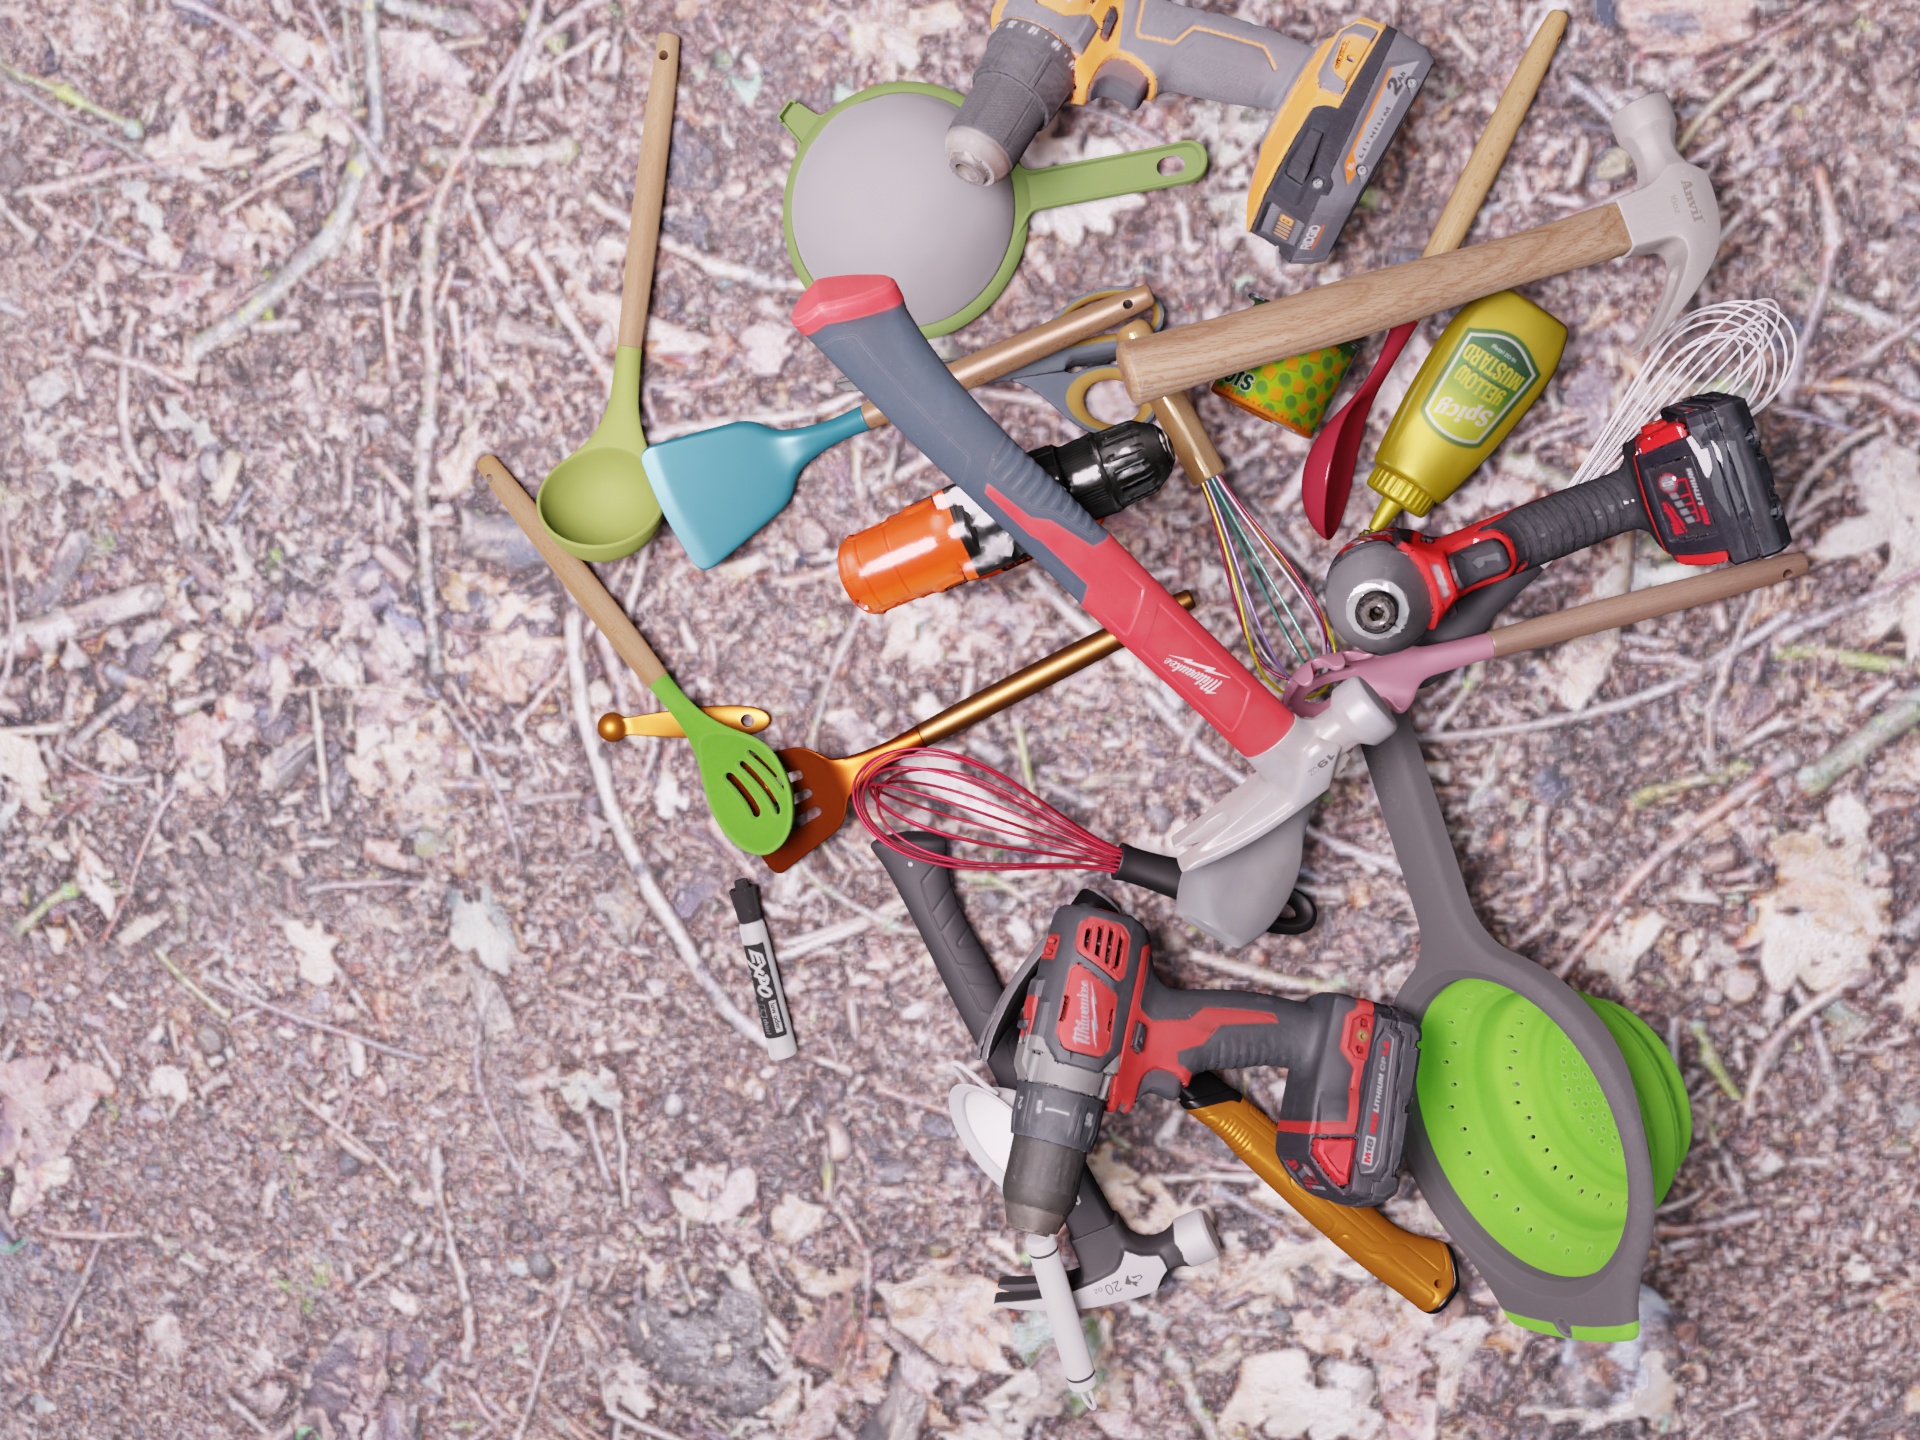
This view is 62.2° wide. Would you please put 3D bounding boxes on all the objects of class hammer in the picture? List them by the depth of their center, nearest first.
[{"bbox_3d":[0.054,-0.067,0.790,0.143,0.038,0.386,-40,120,19],"label":"hammer"},{"bbox_3d":[0.246,-0.229,0.854,0.331,0.031,0.130,-17,82,-2],"label":"hammer"},{"bbox_3d":[0.168,0.256,0.981,0.337,0.034,0.127,40,74,-2],"label":"hammer"},{"bbox_3d":[0.028,0.221,1.014,0.146,0.035,0.335,-26,94,11],"label":"hammer"}]

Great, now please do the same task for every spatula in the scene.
[{"bbox_3d":[-0.034,-0.186,0.944,0.317,0.044,0.082,-21,106,16],"label":"spatula"},{"bbox_3d":[-0.002,-0.003,0.992,0.322,0.041,0.081,-27,93,8],"label":"spatula"}]

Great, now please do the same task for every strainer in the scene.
[{"bbox_3d":[0.013,-0.305,0.917,0.256,0.069,0.151,-6,98,11],"label":"strainer"},{"bbox_3d":[0.049,0.316,0.987,0.087,0.050,0.258,0,110,52],"label":"strainer"}]

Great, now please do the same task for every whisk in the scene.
[{"bbox_3d":[0.351,-0.123,0.900,0.070,0.070,0.284,42,107,1],"label":"whisk"},{"bbox_3d":[0.153,-0.121,0.930,0.047,0.051,0.245,-28,95,14],"label":"whisk"},{"bbox_3d":[0.077,0.079,0.963,0.296,0.073,0.073,17,101,-5],"label":"whisk"}]

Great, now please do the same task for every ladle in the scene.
[{"bbox_3d":[0.265,-0.251,0.899,0.031,0.069,0.315,28,97,21],"label":"ladle"},{"bbox_3d":[-0.201,-0.255,0.967,0.078,0.062,0.320,9,97,2],"label":"ladle"}]

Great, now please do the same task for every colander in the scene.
[{"bbox_3d":[0.323,0.145,0.925,0.094,0.204,0.397,-11,80,-23],"label":"colander"}]

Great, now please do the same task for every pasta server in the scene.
[{"bbox_3d":[0.328,-0.046,0.898,0.316,0.040,0.060,-15,124,-1],"label":"pasta server"}]

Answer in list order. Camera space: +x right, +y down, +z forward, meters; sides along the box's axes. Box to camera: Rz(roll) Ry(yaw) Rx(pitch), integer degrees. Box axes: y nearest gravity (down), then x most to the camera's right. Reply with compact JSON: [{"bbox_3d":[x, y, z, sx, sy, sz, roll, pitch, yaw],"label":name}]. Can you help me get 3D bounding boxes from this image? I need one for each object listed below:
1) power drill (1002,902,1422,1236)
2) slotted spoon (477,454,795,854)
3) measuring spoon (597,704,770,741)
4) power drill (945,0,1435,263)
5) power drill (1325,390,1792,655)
[{"bbox_3d":[0.138,0.222,0.925,0.226,0.080,0.188,16,74,-6],"label":"power drill"},{"bbox_3d":[-0.205,-0.046,1.006,0.314,0.031,0.070,51,123,4],"label":"slotted spoon"},{"bbox_3d":[-0.180,0.002,1.025,0.117,0.011,0.021,-3,98,9],"label":"measuring spoon"},{"bbox_3d":[0.117,-0.336,0.869,0.226,0.084,0.185,29,79,5],"label":"power drill"},{"bbox_3d":[0.297,-0.093,0.825,0.219,0.143,0.078,-19,96,21],"label":"power drill"}]
